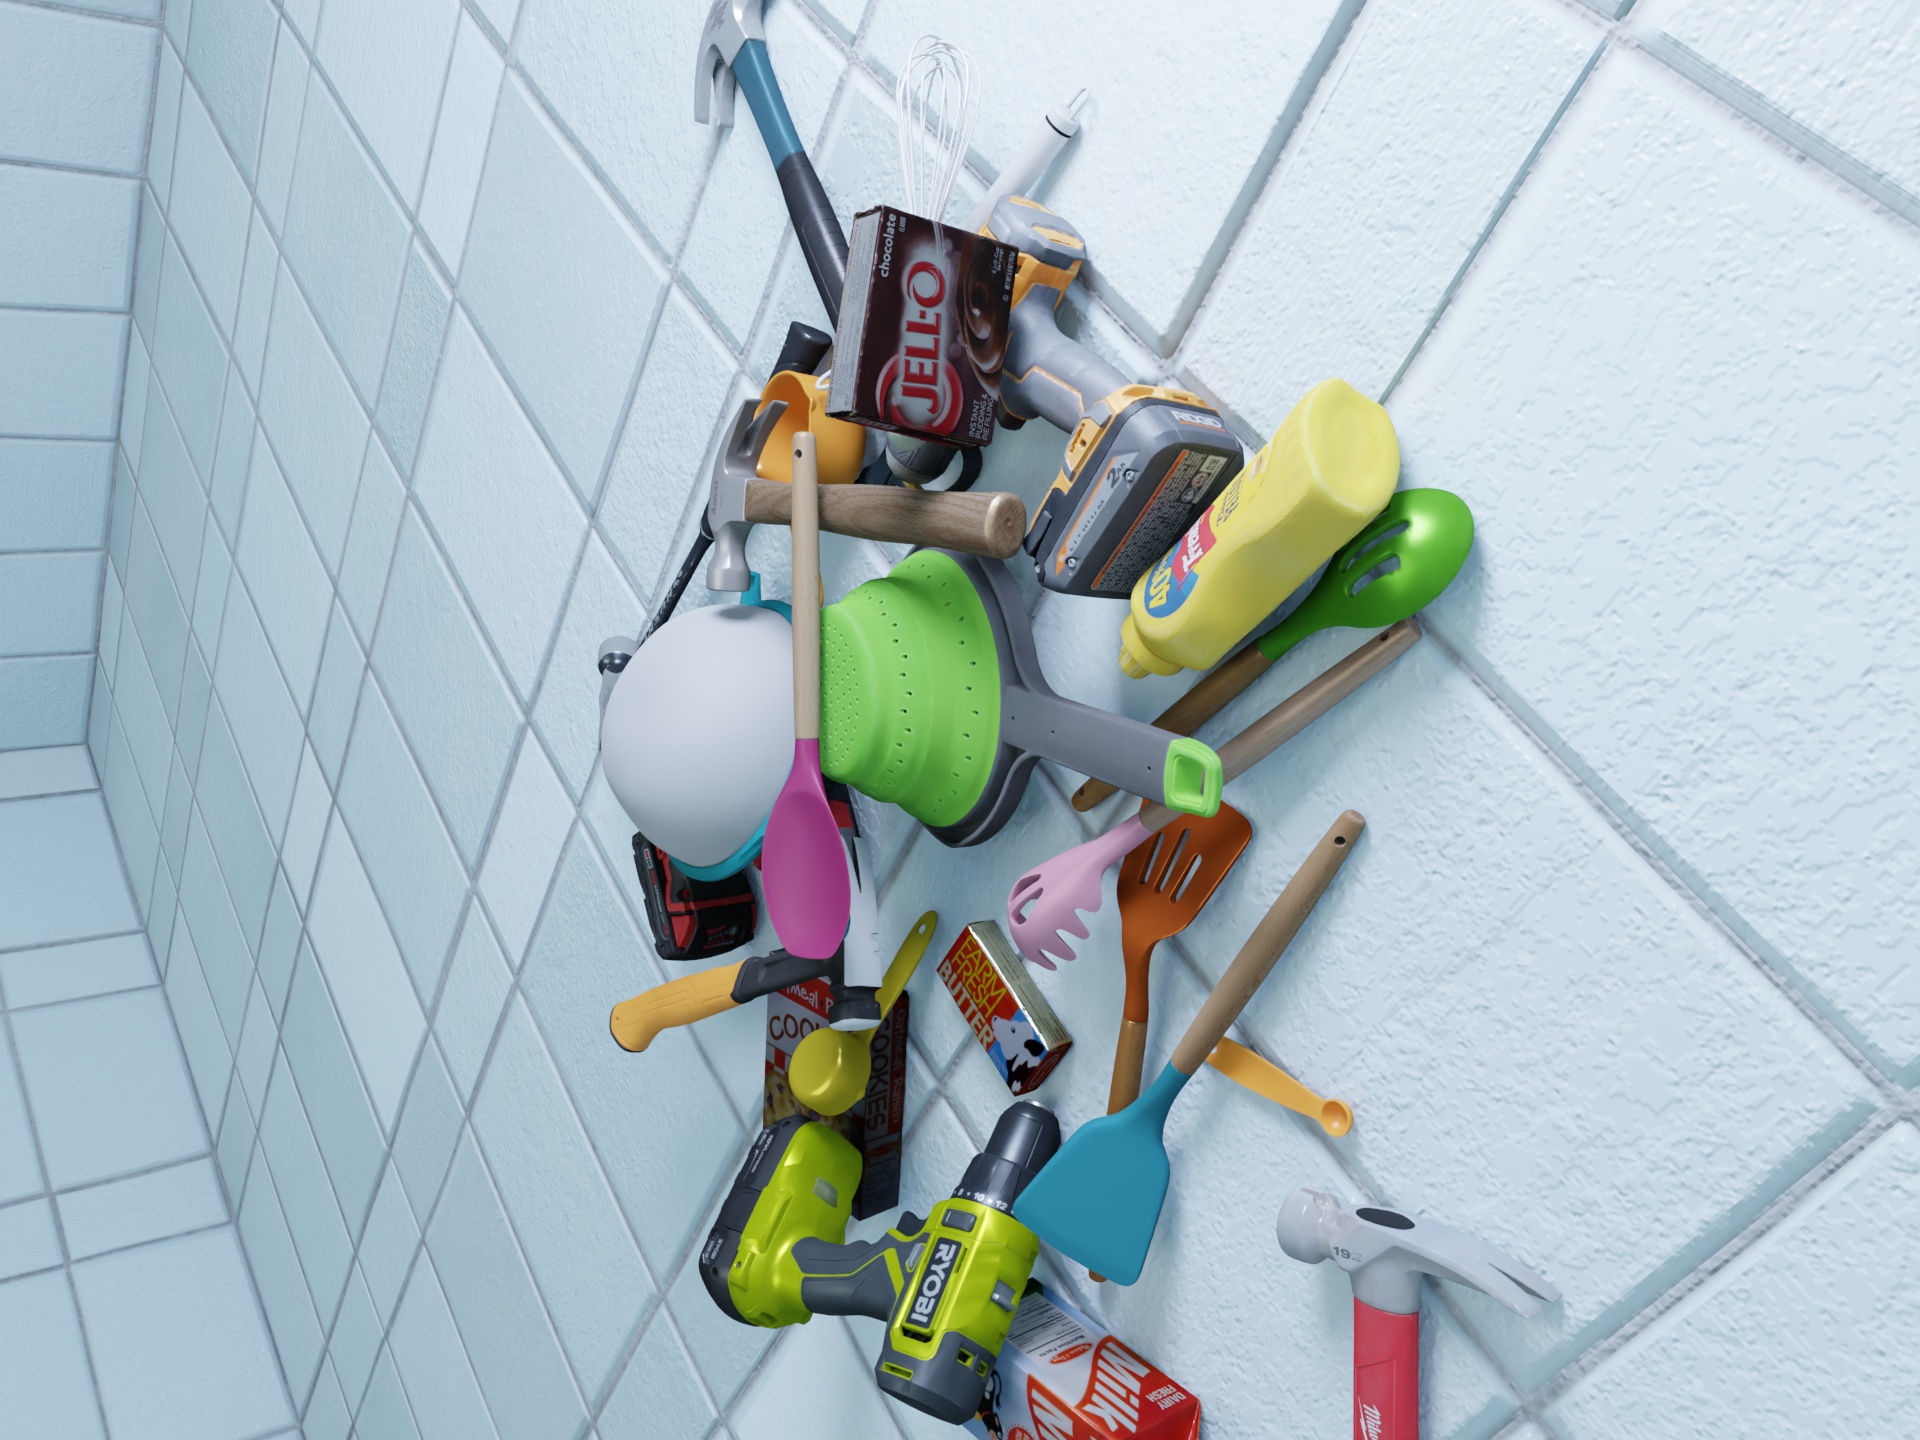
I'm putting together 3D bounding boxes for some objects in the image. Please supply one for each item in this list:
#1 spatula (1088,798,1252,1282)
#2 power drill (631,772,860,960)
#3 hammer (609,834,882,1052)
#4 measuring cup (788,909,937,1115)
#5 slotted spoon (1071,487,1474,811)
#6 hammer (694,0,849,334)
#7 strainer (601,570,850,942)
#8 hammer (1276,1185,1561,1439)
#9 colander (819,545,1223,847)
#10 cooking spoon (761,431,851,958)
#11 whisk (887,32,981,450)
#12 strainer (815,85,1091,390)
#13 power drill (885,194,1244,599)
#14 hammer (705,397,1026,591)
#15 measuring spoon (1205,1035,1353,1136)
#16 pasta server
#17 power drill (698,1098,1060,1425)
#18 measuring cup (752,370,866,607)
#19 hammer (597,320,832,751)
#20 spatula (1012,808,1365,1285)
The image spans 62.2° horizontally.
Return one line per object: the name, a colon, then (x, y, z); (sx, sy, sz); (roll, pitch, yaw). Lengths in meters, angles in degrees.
spatula: (0.107, 0.192, 0.930); (0.081, 0.041, 0.322); (29, 121, 47)
power drill: (-0.154, 0.106, 1.198); (0.219, 0.078, 0.143); (-29, 72, 45)
hammer: (-0.165, 0.182, 1.142); (0.337, 0.034, 0.127); (-26, 61, 47)
measuring cup: (-0.065, 0.192, 1.073); (0.062, 0.029, 0.156); (27, 84, 49)
slotted spoon: (0.147, -0.023, 0.843); (0.313, 0.031, 0.070); (-44, 38, 47)
hammer: (-0.113, -0.378, 1.111); (0.128, 0.033, 0.331); (-39, 65, 45)
strainer: (-0.169, 0.035, 1.083); (0.211, 0.095, 0.341); (-58, 37, 16)
hammer: (0.227, 0.441, 0.803); (0.143, 0.038, 0.386); (5, 99, 49)
colander: (-0.001, -0.003, 0.927); (0.397, 0.094, 0.204); (21, 112, 58)
cooking spoon: (-0.093, -0.015, 0.964); (0.069, 0.017, 0.319); (1, 92, 34)
whisk: (-0.021, -0.276, 0.917); (0.058, 0.059, 0.246); (0, 83, 33)
strainer: (0.000, -0.283, 0.975); (0.258, 0.050, 0.087); (-45, 31, 35)
power drill: (0.042, -0.164, 0.910); (0.185, 0.084, 0.226); (-57, 49, 33)
hammer: (-0.070, -0.131, 0.970); (0.331, 0.031, 0.130); (15, 103, 53)
measuring spoon: (0.169, 0.194, 0.865); (0.117, 0.011, 0.021); (22, 107, 51)
pasta server: (0.125, 0.043, 0.858); (0.316, 0.040, 0.060); (-41, 41, 34)
power drill: (-0.046, 0.324, 1.019); (0.228, 0.080, 0.191); (-3, 51, 43)
measuring cup: (-0.093, -0.153, 1.075); (0.095, 0.052, 0.174); (-36, 61, 49)
hammer: (-0.198, -0.136, 1.220); (0.408, 0.036, 0.149); (-54, 29, 35)
spatula: (0.133, 0.177, 0.865); (0.082, 0.044, 0.317); (31, 117, 7)
